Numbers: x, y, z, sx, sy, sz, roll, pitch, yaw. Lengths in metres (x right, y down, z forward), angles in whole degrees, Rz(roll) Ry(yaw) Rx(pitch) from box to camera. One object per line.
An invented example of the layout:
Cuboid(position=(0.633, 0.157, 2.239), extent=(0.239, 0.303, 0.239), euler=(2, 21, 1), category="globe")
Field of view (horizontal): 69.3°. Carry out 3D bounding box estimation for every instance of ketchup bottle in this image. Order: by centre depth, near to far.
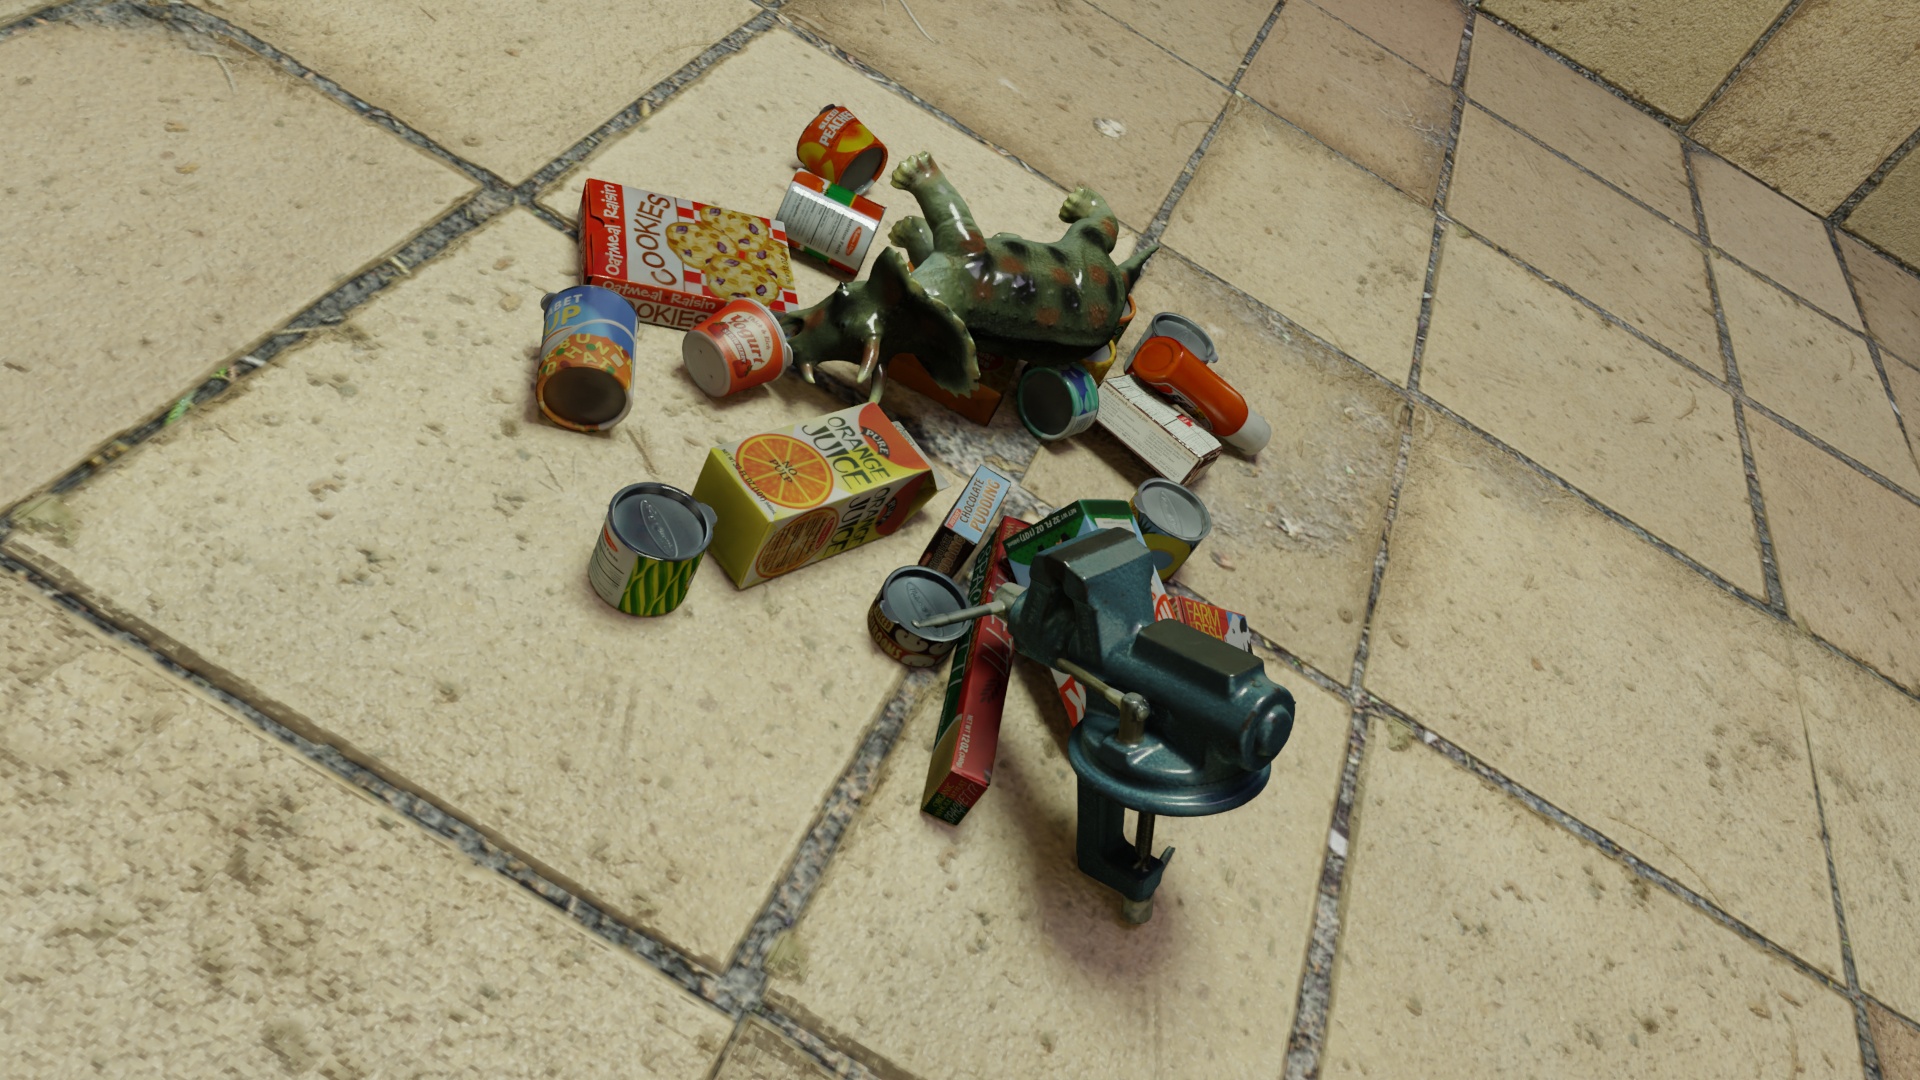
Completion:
Cuboid(position=(0.223, -0.128, 1.251), extent=(0.148, 0.043, 0.065), euler=(32, 2, -33), category="ketchup bottle")

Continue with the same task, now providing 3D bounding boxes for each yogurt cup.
Cuboid(position=(-0.172, -0.143, 1.046), extent=(0.072, 0.072, 0.054), euler=(44, 50, 14), category="yogurt cup")

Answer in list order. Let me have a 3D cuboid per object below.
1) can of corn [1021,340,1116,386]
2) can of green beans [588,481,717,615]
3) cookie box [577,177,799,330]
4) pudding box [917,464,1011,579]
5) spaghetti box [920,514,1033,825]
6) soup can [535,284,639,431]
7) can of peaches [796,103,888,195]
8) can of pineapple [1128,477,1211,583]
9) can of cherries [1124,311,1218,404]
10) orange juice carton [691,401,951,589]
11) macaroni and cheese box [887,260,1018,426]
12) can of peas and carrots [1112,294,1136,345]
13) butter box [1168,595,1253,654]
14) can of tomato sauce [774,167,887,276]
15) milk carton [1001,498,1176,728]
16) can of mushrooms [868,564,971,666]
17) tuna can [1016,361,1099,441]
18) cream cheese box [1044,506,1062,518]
Cuboid(position=(0.096, -0.155, 1.223), extent=(0.071, 0.058, 0.071), euler=(17, 43, -16), category="can of corn")
Cuboid(position=(-0.198, 0.006, 0.887), extent=(0.071, 0.057, 0.071), euler=(17, 43, -16), category="can of green beans")
Cuboid(position=(-0.219, -0.223, 1.113), extent=(0.168, 0.040, 0.123), euler=(8, 46, -25), category="cookie box")
Cuboid(position=(0.004, -0.013, 1.034), extent=(0.030, 0.049, 0.084), euler=(33, 42, -2), category="pudding box")
Cuboid(position=(0.016, 0.079, 0.951), extent=(0.029, 0.050, 0.251), euler=(25, 41, -10), category="spaghetti box")
Cuboid(position=(-0.263, -0.128, 0.973), extent=(0.071, 0.071, 0.084), euler=(12, 45, -22), category="soup can")
Cuboid(position=(-0.109, -0.361, 1.293), extent=(0.058, 0.071, 0.071), euler=(47, 43, 15), category="can of peaches")
Cuboid(position=(0.157, -0.008, 1.116), extent=(0.071, 0.057, 0.071), euler=(17, 43, -16), category="can of pineapple")
Cuboid(position=(0.197, -0.168, 1.298), extent=(0.071, 0.058, 0.072), euler=(18, 42, -17), category="can of cherries")
Cuboid(position=(-0.092, -0.040, 0.985), extent=(0.193, 0.072, 0.072), euler=(-22, 63, -43), category="orange juice carton")
Cuboid(position=(-0.006, -0.185, 1.205), extent=(0.124, 0.040, 0.167), euler=(27, 42, -5), category="macaroni and cheese box")
Cuboid(position=(0.121, -0.204, 1.286), extent=(0.071, 0.058, 0.071), euler=(17, 43, -16), category="can of peas and carrots")
Cuboid(position=(0.185, 0.076, 1.039), extent=(0.103, 0.024, 0.053), euler=(17, 58, -48), category="butter box")
Cuboid(position=(-0.115, -0.278, 1.212), extent=(0.083, 0.070, 0.071), euler=(24, 42, -8), category="can of tomato sauce")
Cuboid(position=(0.106, 0.072, 0.962), extent=(0.073, 0.072, 0.191), euler=(0, 65, -56), category="milk carton")
Cuboid(position=(-0.031, 0.053, 0.961), extent=(0.071, 0.033, 0.071), euler=(17, 43, -17), category="can of mushrooms")
Cuboid(position=(0.080, -0.121, 1.173), extent=(0.033, 0.070, 0.071), euler=(-23, 64, -43), category="tuna can")
Cuboid(position=(0.096, 0.027, 1.048), extent=(0.104, 0.053, 0.024), euler=(41, 43, 10), category="cream cheese box")
